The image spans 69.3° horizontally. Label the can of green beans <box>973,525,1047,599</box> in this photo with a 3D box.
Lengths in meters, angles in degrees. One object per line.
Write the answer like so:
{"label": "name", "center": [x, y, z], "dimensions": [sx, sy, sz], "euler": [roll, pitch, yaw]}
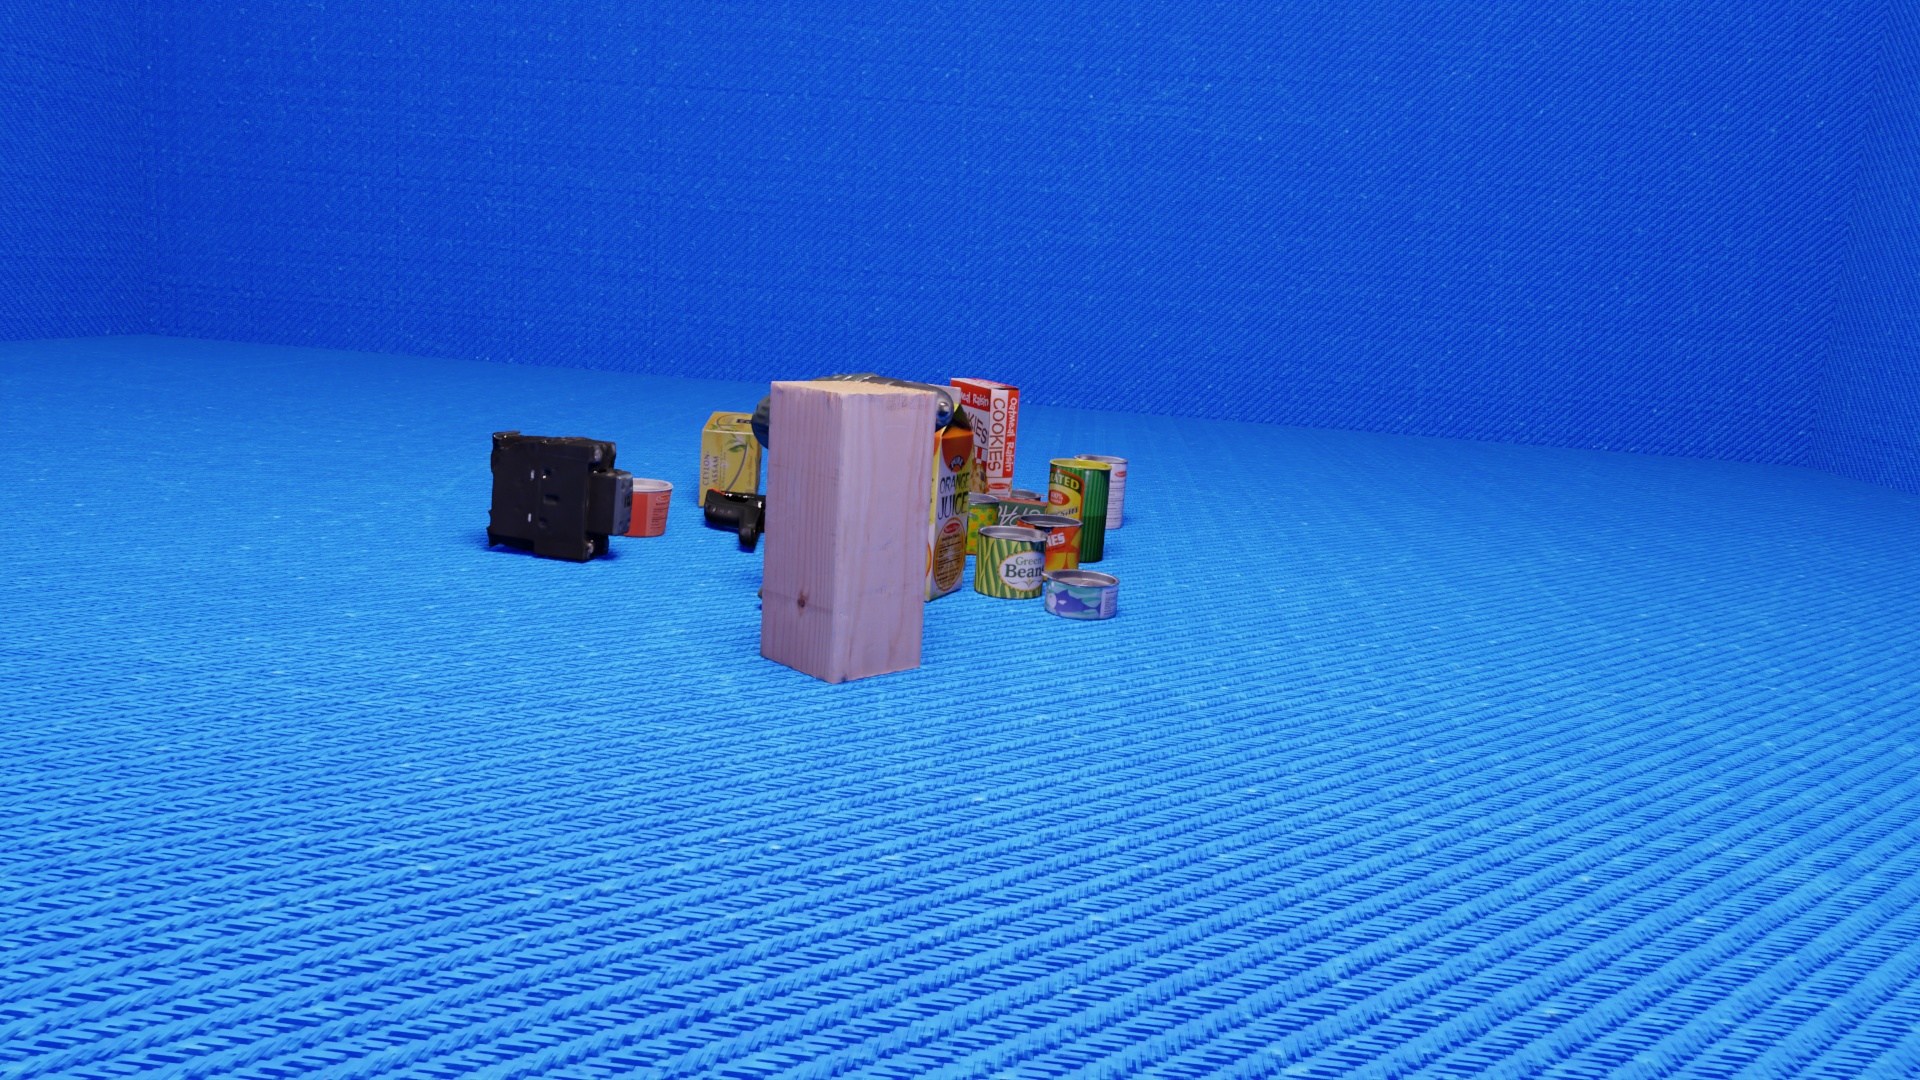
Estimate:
{"label": "can of green beans", "center": [0.047, 0.020, 1.303], "dimensions": [0.071, 0.057, 0.071], "euler": [4, 10, -1]}

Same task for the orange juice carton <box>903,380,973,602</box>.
{"label": "orange juice carton", "center": [-0.038, -0.048, 1.268], "dimensions": [0.072, 0.192, 0.073], "euler": [9, 11, 23]}

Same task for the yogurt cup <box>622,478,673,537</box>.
{"label": "yogurt cup", "center": [-0.336, -0.034, 1.453], "dimensions": [0.072, 0.053, 0.072], "euler": [4, 11, -1]}

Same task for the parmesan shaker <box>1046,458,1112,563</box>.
{"label": "parmesan shaker", "center": [0.126, -0.032, 1.485], "dimensions": [0.071, 0.103, 0.071], "euler": [4, 10, -1]}

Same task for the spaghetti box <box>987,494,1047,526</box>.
{"label": "spaghetti box", "center": [-0.019, -0.031, 1.570], "dimensions": [0.250, 0.050, 0.029], "euler": [7, 11, 15]}

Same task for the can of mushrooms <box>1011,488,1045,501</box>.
{"label": "can of mushrooms", "center": [0.068, -0.042, 1.705], "dimensions": [0.071, 0.033, 0.071], "euler": [4, 11, -1]}

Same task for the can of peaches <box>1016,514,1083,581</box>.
{"label": "can of peaches", "center": [0.086, 0.008, 1.384], "dimensions": [0.071, 0.058, 0.071], "euler": [4, 10, -1]}

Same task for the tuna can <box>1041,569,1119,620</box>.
{"label": "tuna can", "center": [0.106, 0.048, 1.247], "dimensions": [0.071, 0.032, 0.071], "euler": [4, 11, -1]}

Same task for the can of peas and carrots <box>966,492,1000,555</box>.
{"label": "can of peas and carrots", "center": [0.005, -0.019, 1.489], "dimensions": [0.071, 0.058, 0.071], "euler": [4, 10, -1]}

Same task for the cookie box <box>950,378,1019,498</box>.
{"label": "cookie box", "center": [0.023, -0.108, 1.673], "dimensions": [0.040, 0.167, 0.123], "euler": [0, 11, -24]}

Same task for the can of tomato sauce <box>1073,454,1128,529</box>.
{"label": "can of tomato sauce", "center": [0.167, -0.060, 1.704], "dimensions": [0.071, 0.083, 0.071], "euler": [4, 10, -1]}

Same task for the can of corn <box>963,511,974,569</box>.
{"label": "can of corn", "center": [-0.023, -0.002, 1.390], "dimensions": [0.071, 0.058, 0.071], "euler": [4, 10, -1]}
